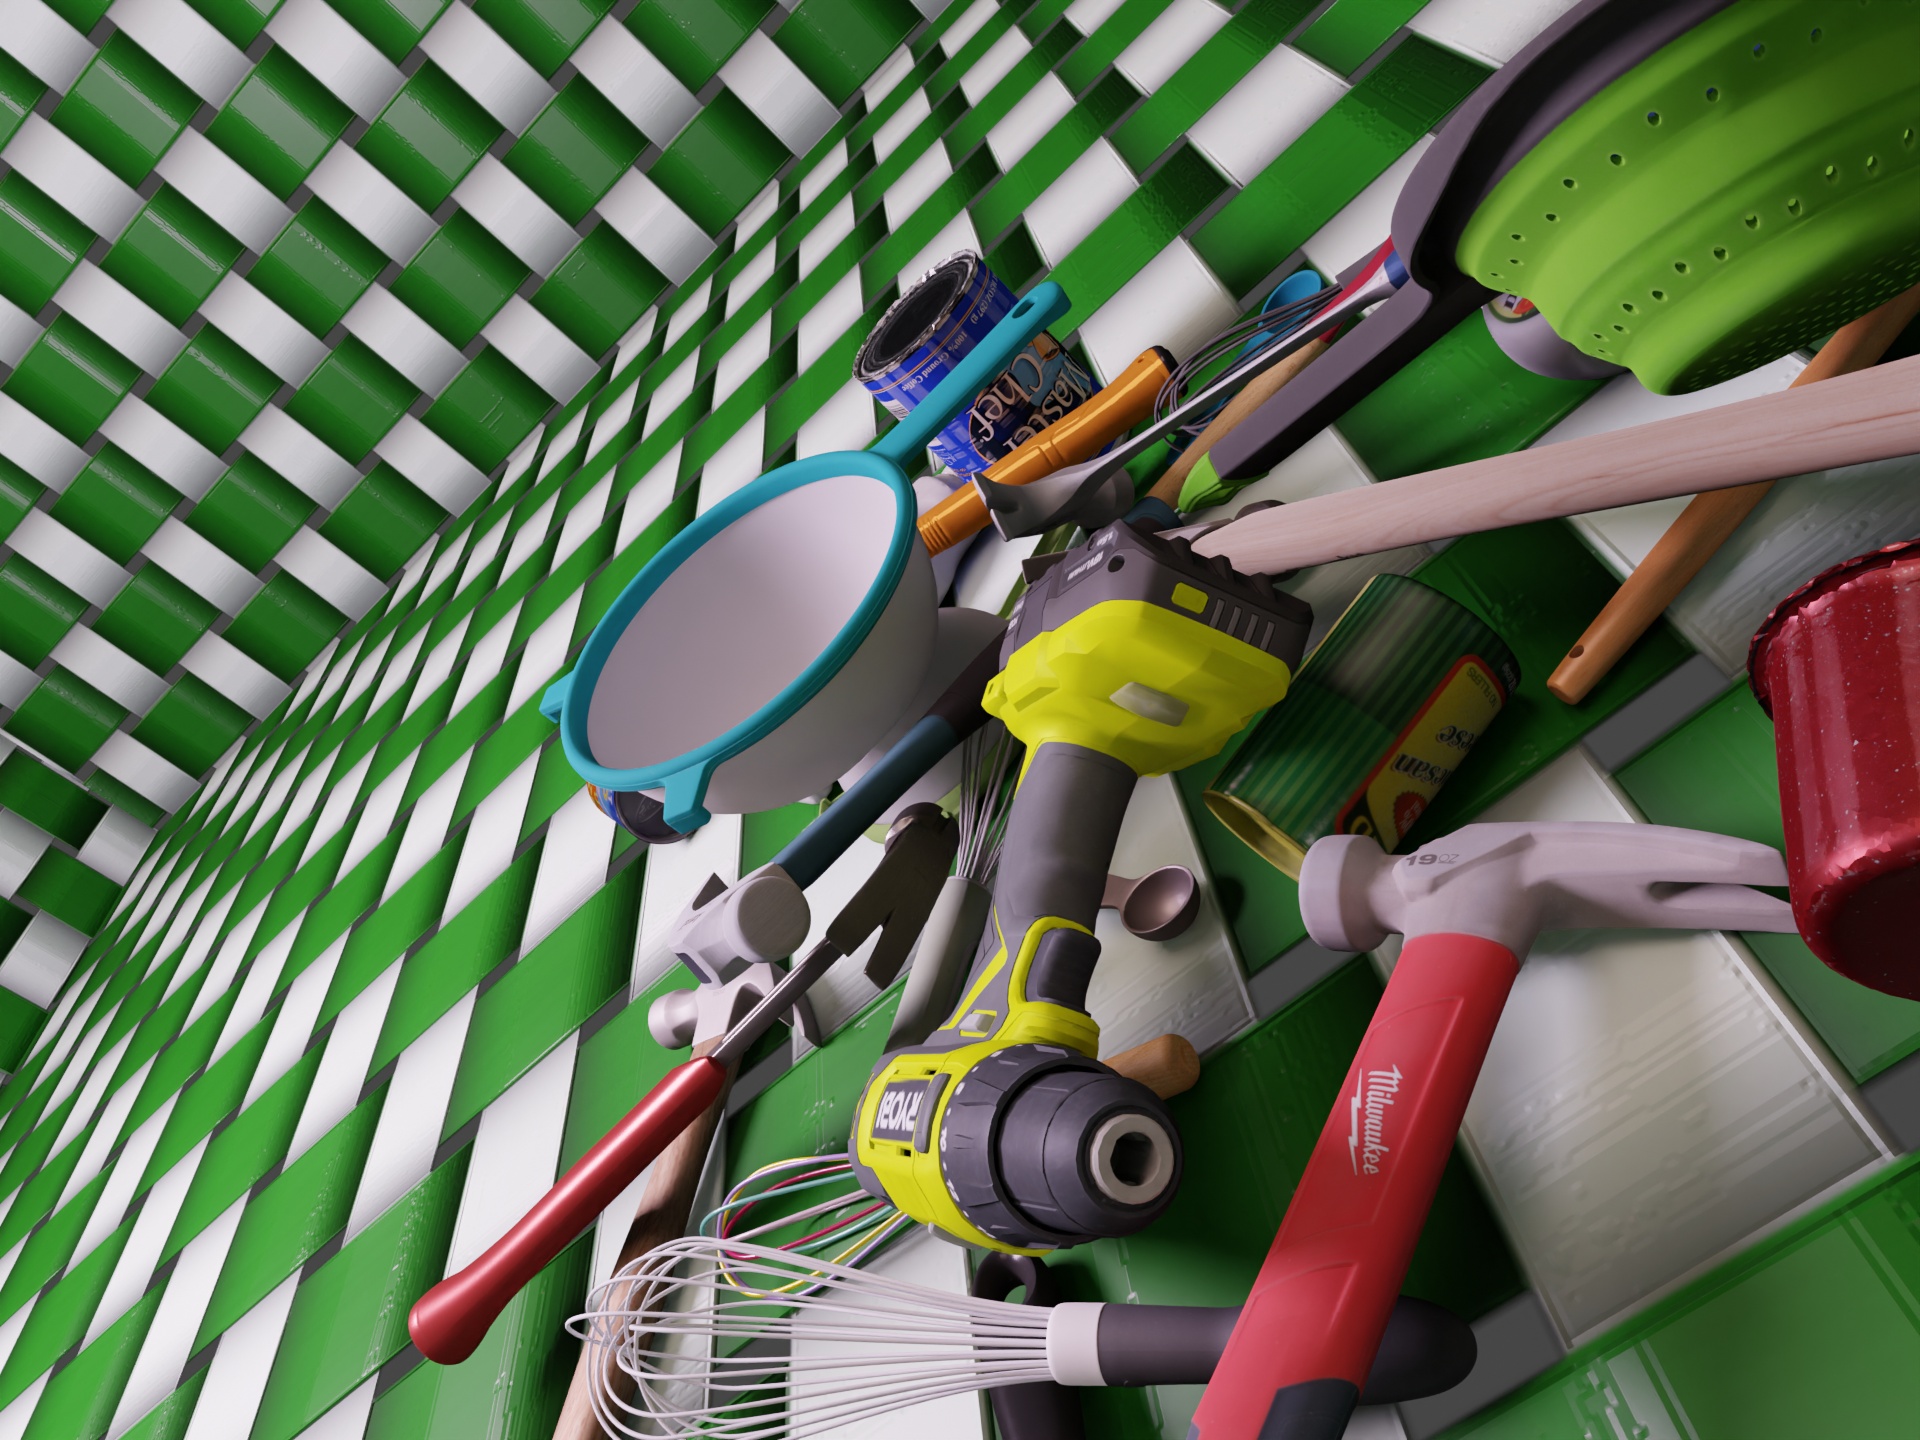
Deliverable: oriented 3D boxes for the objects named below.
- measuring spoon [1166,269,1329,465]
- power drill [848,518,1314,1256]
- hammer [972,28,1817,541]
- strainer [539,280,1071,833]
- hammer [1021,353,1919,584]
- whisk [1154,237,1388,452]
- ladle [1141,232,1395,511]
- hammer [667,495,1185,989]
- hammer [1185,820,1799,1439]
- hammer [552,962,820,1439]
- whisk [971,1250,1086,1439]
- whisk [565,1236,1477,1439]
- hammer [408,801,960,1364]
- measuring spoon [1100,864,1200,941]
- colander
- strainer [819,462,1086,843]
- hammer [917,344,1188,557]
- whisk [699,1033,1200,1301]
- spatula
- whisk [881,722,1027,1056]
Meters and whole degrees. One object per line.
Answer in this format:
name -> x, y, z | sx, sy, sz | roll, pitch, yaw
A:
measuring spoon -> 0.160, -0.190, 0.880 | 0.128, 0.021, 0.042 | -52, 31, 15
power drill -> 0.040, 0.058, 0.516 | 0.190, 0.080, 0.229 | 145, 145, -69
hammer -> 0.173, -0.180, 0.671 | 0.405, 0.035, 0.144 | -30, -4, 34
strainer -> -0.045, -0.073, 0.795 | 0.340, 0.095, 0.211 | -47, 35, -11
hammer -> 0.186, -0.077, 0.537 | 0.146, 0.038, 0.411 | -15, 5, -31
whisk -> 0.202, -0.217, 0.816 | 0.239, 0.055, 0.055 | -34, 29, 18
ladle -> 0.158, -0.171, 0.782 | 0.315, 0.031, 0.069 | -47, 25, 33
hammer -> -0.001, -0.002, 0.691 | 0.331, 0.033, 0.128 | -44, 7, -32
hammer -> 0.086, 0.165, 0.371 | 0.143, 0.038, 0.386 | -5, 37, 42
hammer -> -0.143, 0.249, 0.736 | 0.130, 0.031, 0.332 | -28, 33, 37
whisk -> 0.034, 0.244, 0.433 | 0.073, 0.073, 0.296 | -45, 19, 10
whisk -> 0.007, 0.186, 0.476 | 0.284, 0.070, 0.070 | -8, 42, 21
hammer -> -0.135, 0.179, 0.697 | 0.359, 0.036, 0.149 | -45, 3, 19
measuring spoon -> 0.057, 0.075, 0.667 | 0.034, 0.018, 0.124 | -53, 26, -22
colander -> 0.211, -0.138, 0.562 | 0.204, 0.094, 0.397 | -18, -11, -33
strainer -> 0.000, -0.055, 0.879 | 0.151, 0.069, 0.256 | -2, 54, 57
hammer -> -0.019, -0.102, 0.895 | 0.337, 0.034, 0.127 | -33, 20, 9
whisk -> -0.013, 0.171, 0.624 | 0.245, 0.051, 0.047 | -31, 25, 28
spatula -> 0.305, -0.137, 0.543 | 0.322, 0.041, 0.081 | -50, 26, 1
whisk -> 0.006, 0.072, 0.732 | 0.057, 0.059, 0.246 | 101, -172, -60
